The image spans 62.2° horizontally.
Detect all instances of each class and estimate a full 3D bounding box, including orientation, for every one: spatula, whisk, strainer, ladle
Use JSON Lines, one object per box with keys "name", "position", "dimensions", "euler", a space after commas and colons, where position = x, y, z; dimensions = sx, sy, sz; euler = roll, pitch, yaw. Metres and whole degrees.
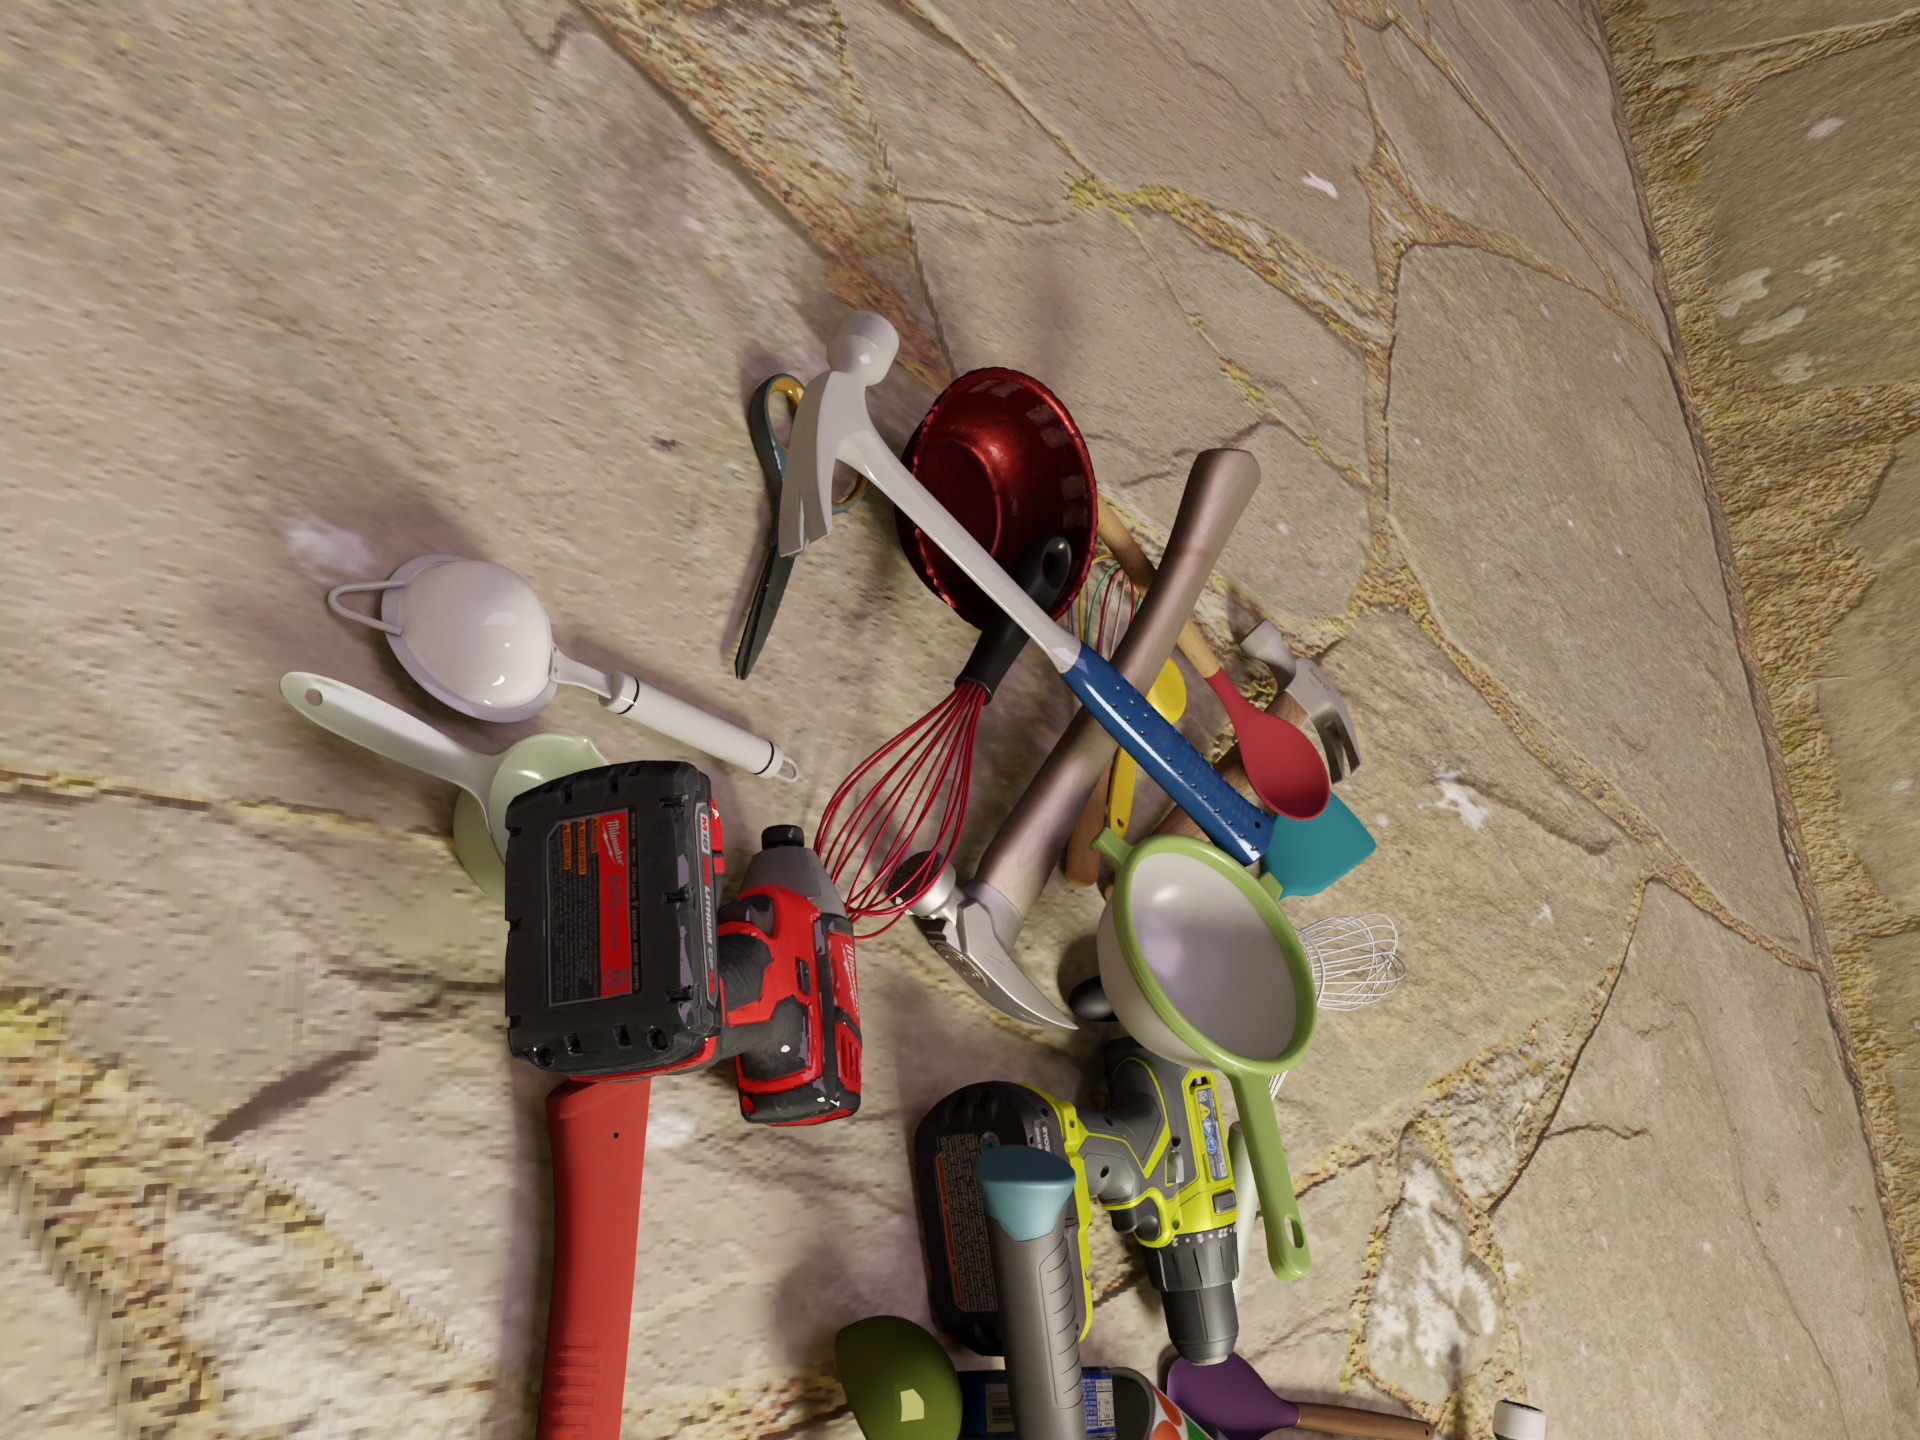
{"name": "spatula", "position": [0.203, 0.146, 1.111], "dimensions": [0.082, 0.044, 0.317], "euler": [47, 42, 1]}
{"name": "whisk", "position": [-0.001, -0.003, 0.878], "dimensions": [0.073, 0.073, 0.296], "euler": [49, 52, -26]}
{"name": "strainer", "position": [0.137, 0.188, 0.888], "dimensions": [0.151, 0.069, 0.257], "euler": [17, 48, -34]}
{"name": "ladle", "position": [-0.056, 0.427, 0.691], "dimensions": [0.078, 0.062, 0.320], "euler": [51, 46, -53]}
{"name": "ladle", "position": [0.155, -0.052, 1.068], "dimensions": [0.315, 0.031, 0.069], "euler": [51, 53, -22]}
{"name": "spatula", "position": [0.228, 0.451, 1.035], "dimensions": [0.315, 0.018, 0.060], "euler": [28, 58, -40]}
{"name": "whisk", "position": [0.185, 0.168, 1.036], "dimensions": [0.284, 0.070, 0.070], "euler": [-2, 76, -33]}
{"name": "strainer", "position": [-0.164, -0.018, 0.740], "dimensions": [0.258, 0.050, 0.087], "euler": [29, 40, -45]}
{"name": "whisk", "position": [0.181, 0.245, 0.986], "dimensions": [0.059, 0.058, 0.246], "euler": [2, 98, -77]}
{"name": "whisk", "position": [0.095, -0.006, 1.046], "dimensions": [0.047, 0.051, 0.245], "euler": [37, 52, -43]}

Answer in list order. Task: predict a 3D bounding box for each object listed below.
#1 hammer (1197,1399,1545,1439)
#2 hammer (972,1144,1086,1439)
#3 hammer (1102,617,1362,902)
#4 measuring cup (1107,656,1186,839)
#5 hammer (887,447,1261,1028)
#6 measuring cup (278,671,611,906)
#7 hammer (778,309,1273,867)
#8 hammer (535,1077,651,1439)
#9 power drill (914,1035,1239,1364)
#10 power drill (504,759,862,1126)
{"name": "hammer", "position": [0.266, 0.504, 1.032], "dimensions": [0.408, 0.036, 0.149], "euler": [28, 69, -39]}
{"name": "hammer", "position": [0.044, 0.338, 0.727], "dimensions": [0.128, 0.033, 0.330], "euler": [-11, 110, -12]}
{"name": "hammer", "position": [0.193, 0.044, 1.132], "dimensions": [0.130, 0.031, 0.331], "euler": [46, 44, 3]}
{"name": "measuring cup", "position": [0.125, 0.016, 1.079], "dimensions": [0.062, 0.029, 0.157], "euler": [42, 45, -32]}
{"name": "hammer", "position": [0.102, -0.010, 0.983], "dimensions": [0.146, 0.038, 0.411], "euler": [48, 58, -29]}
{"name": "measuring cup", "position": [-0.213, 0.026, 0.663], "dimensions": [0.167, 0.038, 0.083], "euler": [34, 51, -36]}
{"name": "hammer", "position": [0.051, -0.038, 0.883], "dimensions": [0.405, 0.035, 0.144], "euler": [43, 48, -31]}
{"name": "hammer", "position": [-0.146, 0.317, 0.624], "dimensions": [0.149, 0.037, 0.359], "euler": [24, 58, -43]}
{"name": "power drill", "position": [0.082, 0.276, 0.886], "dimensions": [0.228, 0.080, 0.191], "euler": [7, 71, -52]}
{"name": "power drill", "position": [-0.104, 0.096, 0.688], "dimensions": [0.219, 0.078, 0.143], "euler": [45, 36, -65]}
